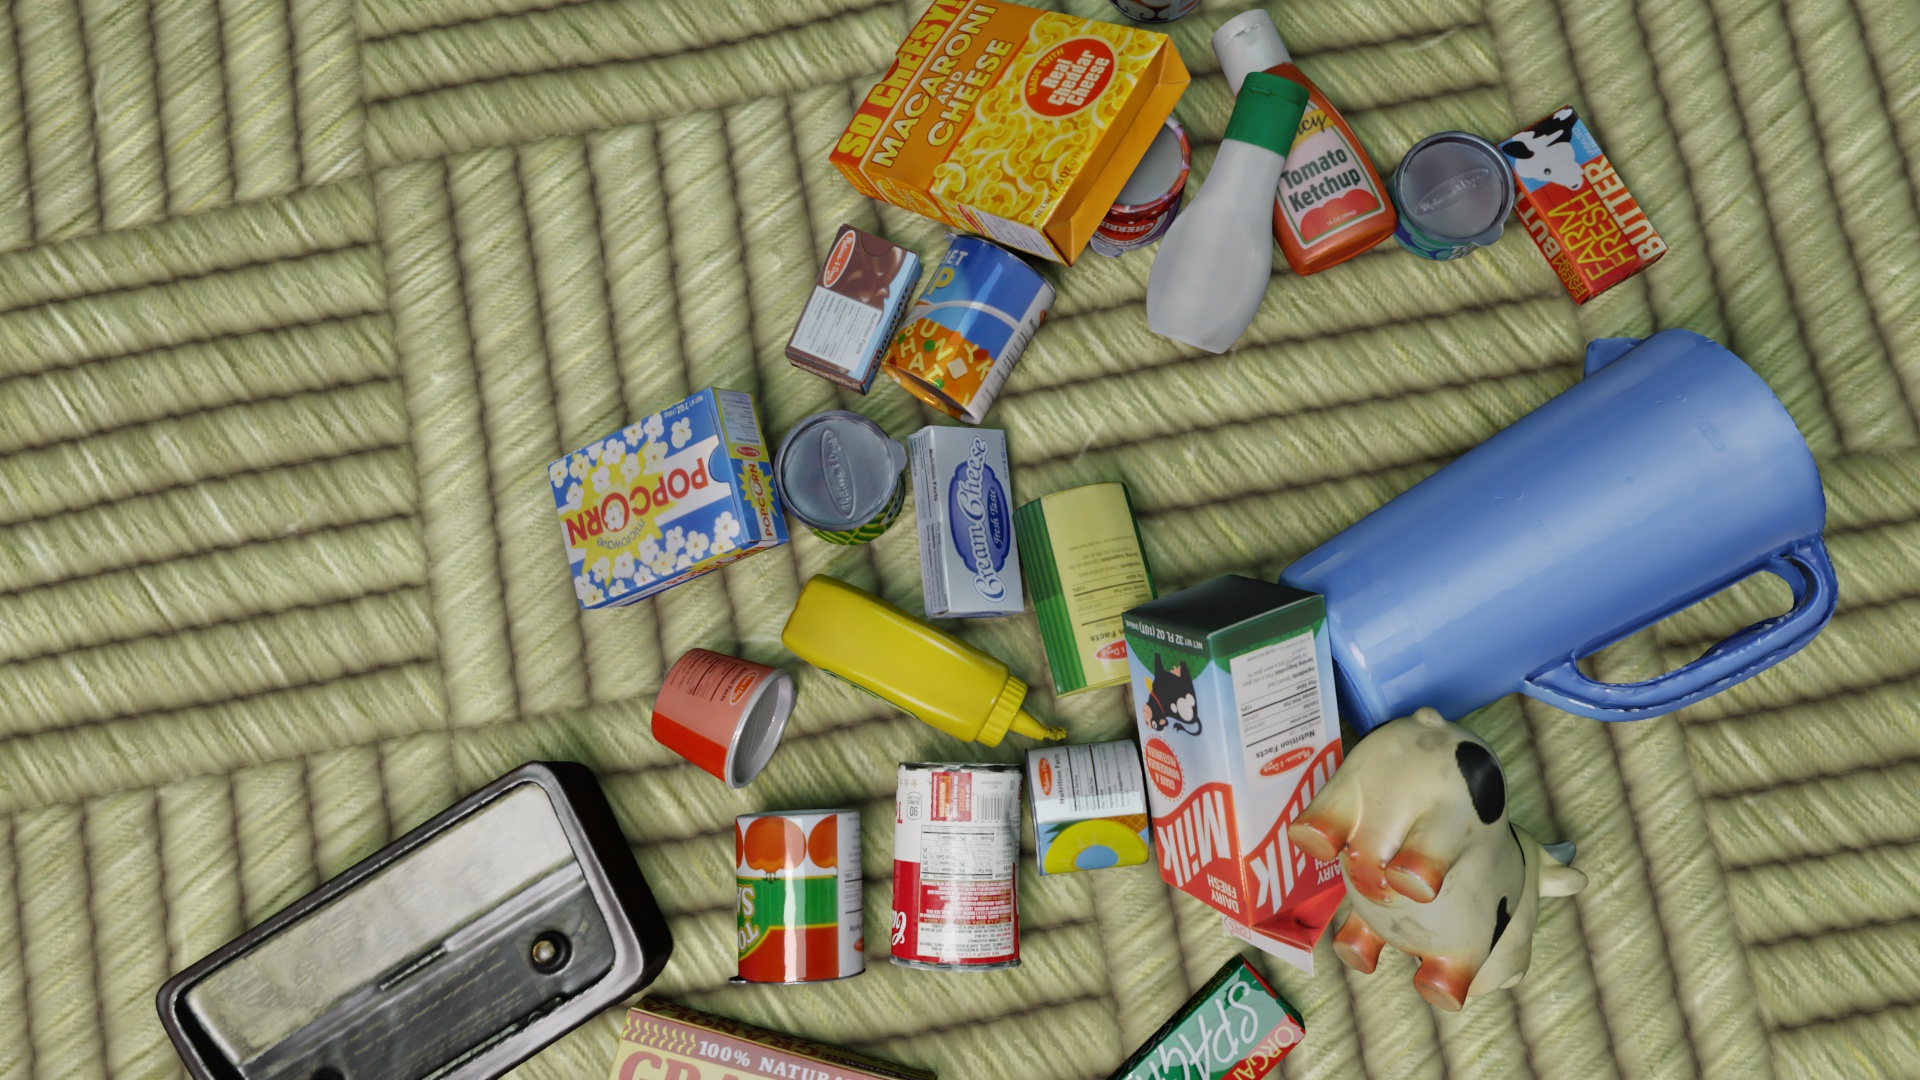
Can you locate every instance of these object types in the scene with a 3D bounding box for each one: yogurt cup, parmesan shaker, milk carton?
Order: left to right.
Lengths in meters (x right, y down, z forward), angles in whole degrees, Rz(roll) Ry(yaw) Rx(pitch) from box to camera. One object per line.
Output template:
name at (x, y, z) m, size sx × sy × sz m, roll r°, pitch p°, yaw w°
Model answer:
yogurt cup at (-0.128, 0.092, 0.742) m, size 0.054 × 0.072 × 0.072 m, roll 21°, pitch 83°, yaw 13°
parmesan shaker at (0.073, 0.026, 0.744) m, size 0.071 × 0.071 × 0.103 m, roll -14°, pitch 80°, yaw 0°
milk carton at (0.142, 0.121, 0.695) m, size 0.074 × 0.072 × 0.190 m, roll -16°, pitch 103°, yaw -26°

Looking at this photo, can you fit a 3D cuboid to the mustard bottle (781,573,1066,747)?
mustard bottle at (-0.017, 0.072, 0.741) m, size 0.160 × 0.065 × 0.049 m, roll 27°, pitch 88°, yaw 2°

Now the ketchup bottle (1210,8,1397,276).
ketchup bottle at (0.189, -0.228, 0.789) m, size 0.064 × 0.043 × 0.149 m, roll -24°, pitch 80°, yaw 8°

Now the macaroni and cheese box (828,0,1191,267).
macaroni and cheese box at (0.023, -0.230, 0.758) m, size 0.167 × 0.040 × 0.124 m, roll 28°, pitch 82°, yaw 36°

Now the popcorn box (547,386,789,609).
popcorn box at (-0.159, -0.020, 0.745) m, size 0.126 × 0.038 × 0.085 m, roll -20°, pitch 79°, yaw 29°

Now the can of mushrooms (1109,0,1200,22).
can of mushrooms at (0.113, -0.343, 0.815) m, size 0.071 × 0.033 × 0.071 m, roll 0°, pitch 82°, yaw 2°

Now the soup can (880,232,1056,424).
soup can at (0.002, -0.117, 0.767) m, size 0.071 × 0.071 × 0.084 m, roll 30°, pitch 84°, yaw 6°

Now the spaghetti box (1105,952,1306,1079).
spaghetti box at (0.073, 0.317, 0.716) m, size 0.250 × 0.028 × 0.050 m, roll -42°, pitch 83°, yaw -4°

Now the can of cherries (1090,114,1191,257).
can of cherries at (0.094, -0.202, 0.781) m, size 0.071 × 0.058 × 0.071 m, roll 0°, pitch 81°, yaw 2°

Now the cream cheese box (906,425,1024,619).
cream cheese box at (0.003, -0.010, 0.759) m, size 0.053 × 0.024 × 0.104 m, roll 0°, pitch 79°, yaw -37°

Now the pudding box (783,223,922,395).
pudding box at (-0.060, -0.131, 0.790) m, size 0.050 × 0.030 × 0.084 m, roll 22°, pitch 83°, yaw 6°

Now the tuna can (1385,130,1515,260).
tuna can at (0.277, -0.192, 0.786) m, size 0.071 × 0.033 × 0.071 m, roll 0°, pitch 81°, yaw 2°

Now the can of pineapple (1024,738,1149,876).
can of pineapple at (0.066, 0.140, 0.727) m, size 0.058 × 0.071 × 0.071 m, roll -6°, pitch 81°, yaw 1°

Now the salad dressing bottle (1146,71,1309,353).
salad dressing bottle at (0.149, -0.178, 0.761) m, size 0.064 × 0.044 × 0.147 m, roll 25°, pitch 102°, yaw 30°

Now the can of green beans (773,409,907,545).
can of green beans at (-0.065, -0.033, 0.761) m, size 0.071 × 0.057 × 0.071 m, roll 0°, pitch 81°, yaw 2°

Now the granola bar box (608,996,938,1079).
granola bar box at (-0.106, 0.320, 0.717) m, size 0.166 × 0.039 × 0.124 m, roll 13°, pitch 82°, yaw 4°

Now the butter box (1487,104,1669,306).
butter box at (0.348, -0.190, 0.787) m, size 0.053 × 0.024 × 0.103 m, roll -29°, pitch 81°, yaw -3°

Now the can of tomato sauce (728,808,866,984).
can of tomato sauce at (-0.086, 0.184, 0.724) m, size 0.071 × 0.071 × 0.083 m, roll -3°, pitch 81°, yaw 2°
